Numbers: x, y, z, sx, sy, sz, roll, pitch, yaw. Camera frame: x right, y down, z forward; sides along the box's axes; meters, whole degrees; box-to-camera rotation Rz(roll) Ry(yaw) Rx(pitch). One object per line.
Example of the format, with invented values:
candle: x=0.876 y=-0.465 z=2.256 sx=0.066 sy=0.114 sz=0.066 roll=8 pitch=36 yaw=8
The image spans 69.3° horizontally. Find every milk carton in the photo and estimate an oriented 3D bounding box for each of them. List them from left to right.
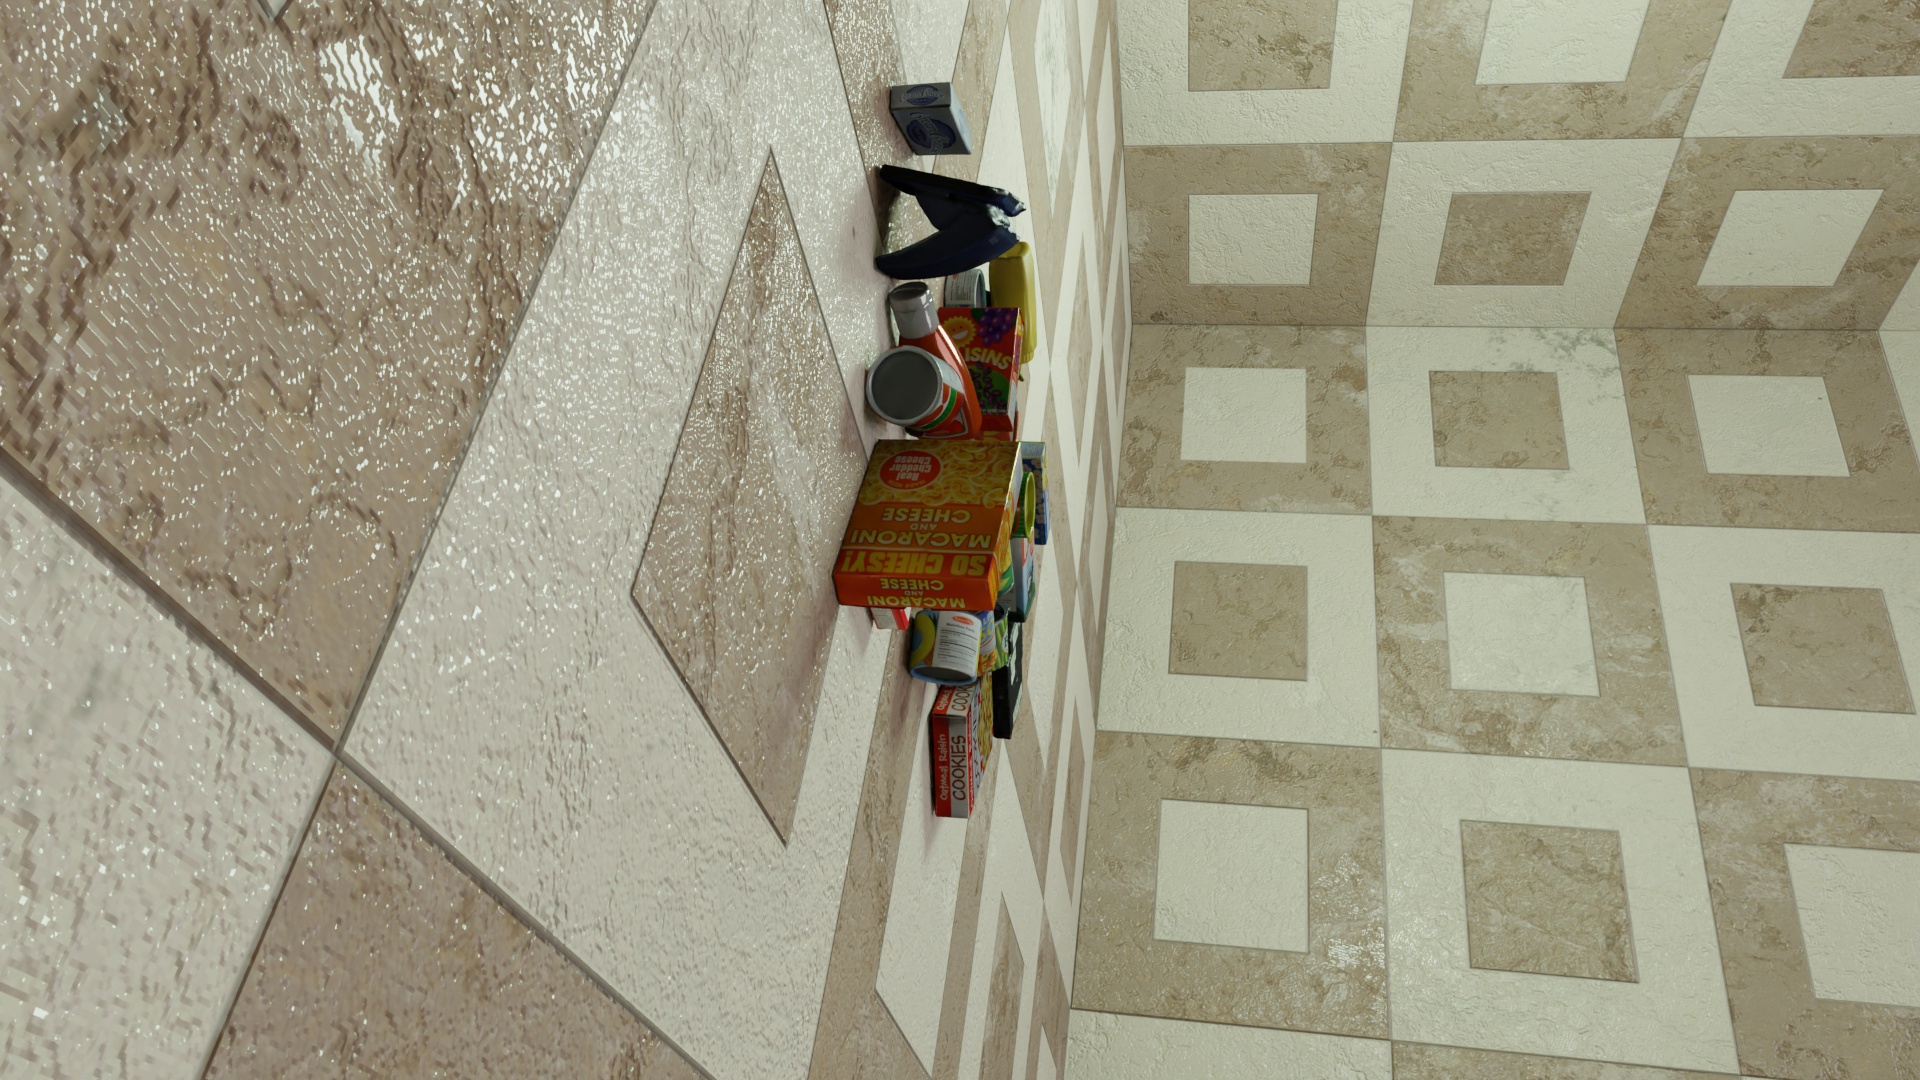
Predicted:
milk carton: x=0.043 y=-0.007 z=1.587 sx=0.073 sy=0.073 sz=0.189 roll=-64 pitch=154 yaw=-61

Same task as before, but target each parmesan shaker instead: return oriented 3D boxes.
parmesan shaker: x=0.019 y=-0.033 z=1.375 sx=0.071 sy=0.103 sz=0.071 roll=0 pitch=92 yaw=-79

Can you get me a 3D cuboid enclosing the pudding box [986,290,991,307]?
pudding box: x=0.021 y=-0.251 z=1.539 sx=0.084 sy=0.030 sz=0.049 roll=-27 pitch=119 yaw=-77

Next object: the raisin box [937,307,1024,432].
raisin box: x=0.015 y=-0.170 z=1.375 sx=0.040 sy=0.086 sz=0.124 roll=66 pitch=28 yaw=-64

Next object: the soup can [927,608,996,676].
soup can: x=0.005 y=0.089 z=1.411 sx=0.072 sy=0.071 sz=0.083 roll=-75 pitch=163 yaw=-51

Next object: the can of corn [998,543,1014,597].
can of corn: x=0.021 y=0.025 z=1.509 sx=0.071 sy=0.071 sz=0.058 roll=-75 pitch=163 yaw=-50

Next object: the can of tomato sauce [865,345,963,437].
can of tomato sauce: x=-0.039 y=-0.124 z=1.161 sx=0.083 sy=0.071 sz=0.071 roll=-1 pitch=93 yaw=-79

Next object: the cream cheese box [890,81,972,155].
cream cheese box: x=-0.024 y=-0.368 z=1.219 sx=0.103 sy=0.053 sz=0.024 roll=36 pitch=55 yaw=-77

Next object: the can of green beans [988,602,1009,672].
can of green beans: x=0.019 y=0.103 z=1.498 sx=0.071 sy=0.071 sz=0.057 roll=-65 pitch=155 yaw=-64

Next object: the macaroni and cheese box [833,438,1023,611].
macaroni and cheese box: x=-0.022 y=-0.015 z=1.112 sx=0.167 sy=0.124 sz=0.040 roll=-76 pitch=163 yaw=-46

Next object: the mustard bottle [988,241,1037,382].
mustard bottle: x=0.059 y=-0.245 z=1.524 sx=0.066 sy=0.049 sz=0.159 roll=-71 pitch=160 yaw=-56

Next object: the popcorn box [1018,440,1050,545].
popcorn box: x=0.060 y=-0.055 z=1.635 sx=0.038 sy=0.085 sz=0.126 roll=-73 pitch=162 yaw=-52

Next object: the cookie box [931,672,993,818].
cookie box: x=0.003 y=0.206 z=1.510 sx=0.168 sy=0.040 sz=0.122 roll=-64 pitch=153 yaw=-67

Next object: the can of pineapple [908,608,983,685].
can of pineapple: x=-0.015 y=0.103 z=1.328 sx=0.070 sy=0.071 sz=0.058 roll=68 pitch=27 yaw=-66

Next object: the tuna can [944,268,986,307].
tuna can: x=0.006 y=-0.250 z=1.455 sx=0.071 sy=0.033 sz=0.071 roll=0 pitch=92 yaw=-79

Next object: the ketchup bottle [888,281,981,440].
ketchup bottle: x=-0.027 y=-0.157 z=1.233 sx=0.044 sy=0.065 sz=0.148 roll=-67 pitch=148 yaw=-47

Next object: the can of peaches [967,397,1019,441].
can of peaches: x=0.032 y=-0.130 z=1.550 sx=0.071 sy=0.058 sz=0.071 roll=0 pitch=92 yaw=-80
